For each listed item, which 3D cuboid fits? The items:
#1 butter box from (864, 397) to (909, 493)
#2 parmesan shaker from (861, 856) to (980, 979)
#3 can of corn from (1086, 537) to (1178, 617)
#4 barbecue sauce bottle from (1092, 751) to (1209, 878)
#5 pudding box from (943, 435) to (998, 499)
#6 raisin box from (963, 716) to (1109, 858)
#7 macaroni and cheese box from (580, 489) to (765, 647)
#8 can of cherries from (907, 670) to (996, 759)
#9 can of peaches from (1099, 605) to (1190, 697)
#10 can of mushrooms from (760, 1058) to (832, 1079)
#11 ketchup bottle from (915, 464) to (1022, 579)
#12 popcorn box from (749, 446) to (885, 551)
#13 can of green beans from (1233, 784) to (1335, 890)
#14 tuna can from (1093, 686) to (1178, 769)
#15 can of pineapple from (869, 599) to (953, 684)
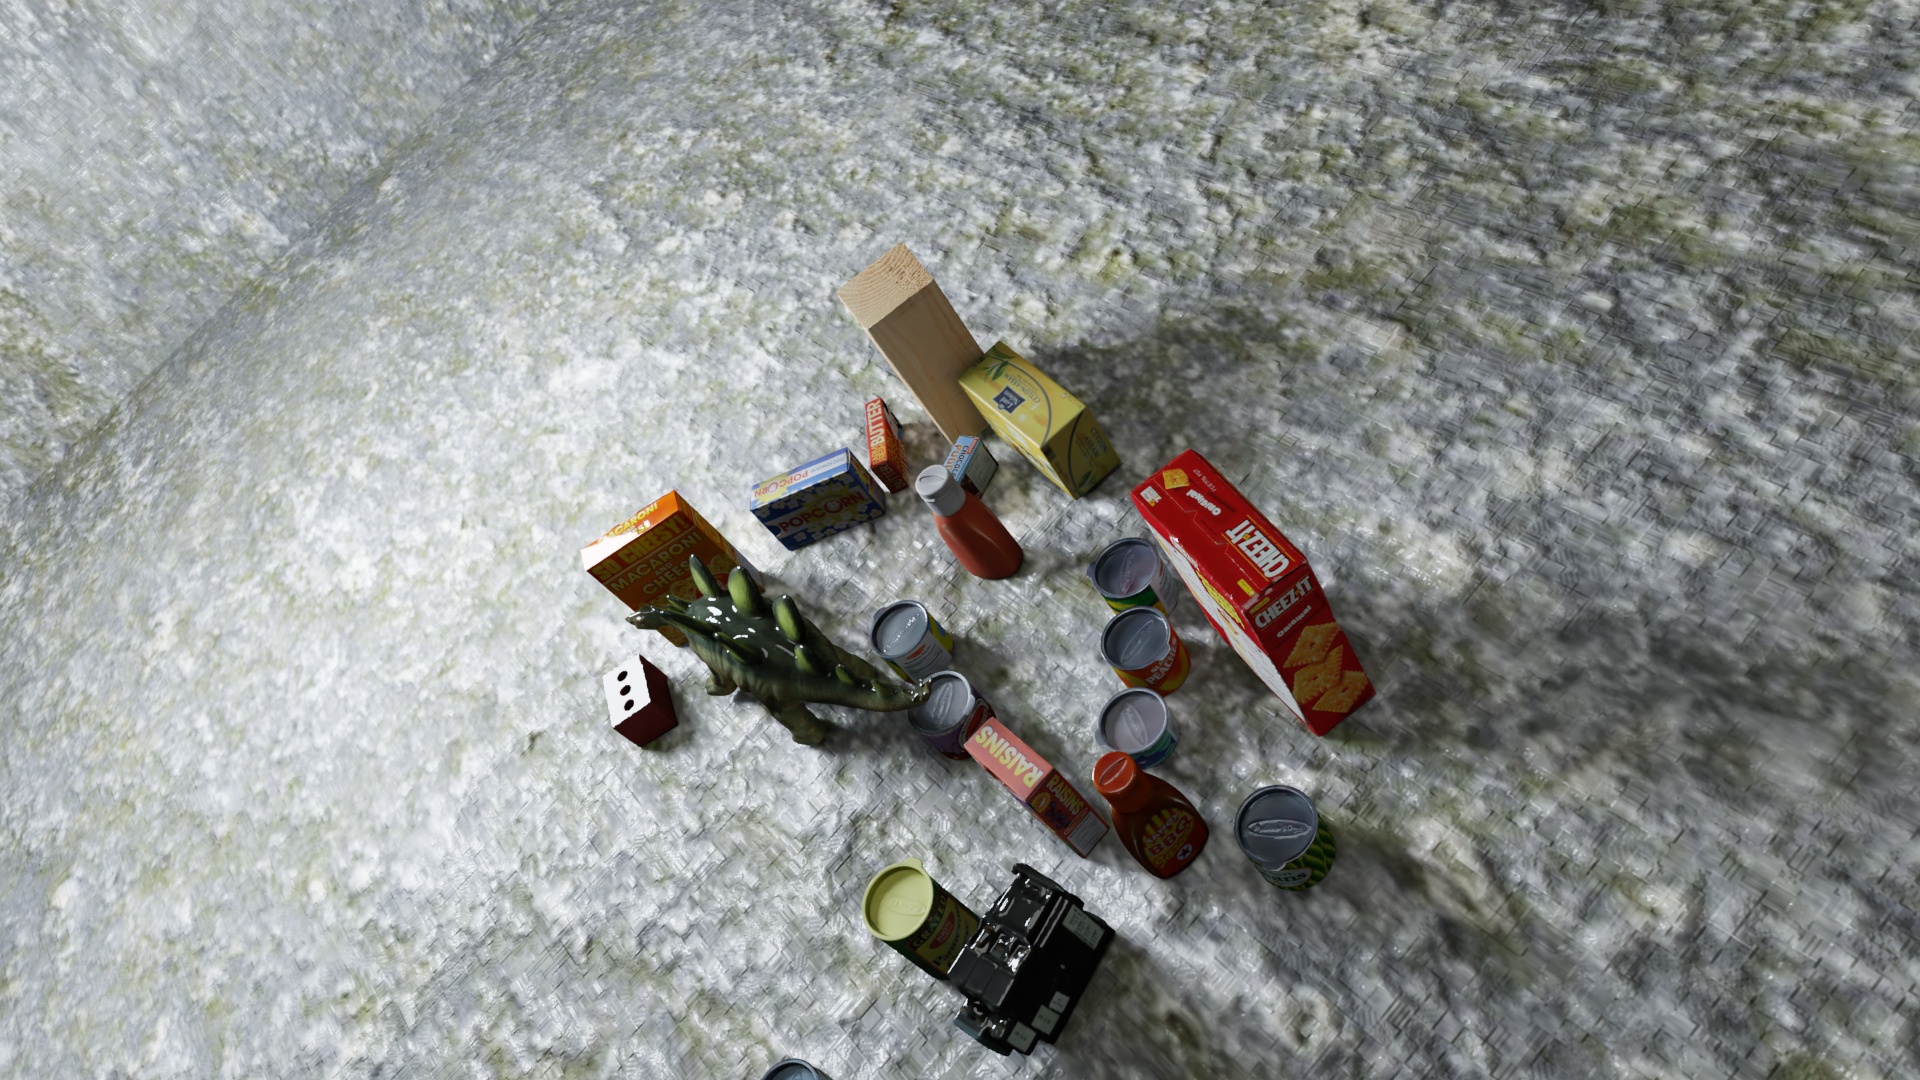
[{"bbox_3d":[-0.083,-0.107,1.562,0.024,0.053,0.104,-22,48,16],"label":"butter box"},{"bbox_3d":[-0.028,0.318,1.165,0.071,0.102,0.071,-16,50,20],"label":"parmesan shaker"},{"bbox_3d":[0.161,0.040,1.297,0.071,0.058,0.071,-16,50,20],"label":"can of corn"},{"bbox_3d":[0.148,0.215,1.106,0.065,0.148,0.044,-44,46,-5],"label":"barbecue sauce bottle"},{"bbox_3d":[0.003,-0.065,1.480,0.030,0.049,0.084,11,63,37],"label":"pudding box"},{"bbox_3d":[0.065,0.210,1.178,0.040,0.123,0.086,-47,46,-8],"label":"raisin box"},{"bbox_3d":[-0.311,0.033,1.513,0.123,0.166,0.040,-32,46,6],"label":"macaroni and cheese box"},{"bbox_3d":[-0.005,0.165,1.301,0.071,0.058,0.072,-16,50,20],"label":"can of cherries"},{"bbox_3d":[0.168,0.102,1.245,0.071,0.058,0.071,-16,50,20],"label":"can of peaches"},{"bbox_3d":[-0.140,0.471,1.163,0.071,0.033,0.071,-16,49,20],"label":"can of mushrooms"},{"bbox_3d":[0.005,-0.017,1.372,0.064,0.148,0.044,0,57,32],"label":"ketchup bottle"},{"bbox_3d":[-0.157,-0.045,1.536,0.126,0.085,0.038,-21,48,16],"label":"popcorn box"},{"bbox_3d":[0.255,0.234,1.091,0.071,0.057,0.071,-16,50,20],"label":"can of green beans"},{"bbox_3d":[0.154,0.167,1.221,0.071,0.032,0.071,-16,49,20],"label":"tuna can"},{"bbox_3d":[-0.049,0.100,1.378,0.071,0.057,0.071,-16,50,20],"label":"can of pineapple"}]
